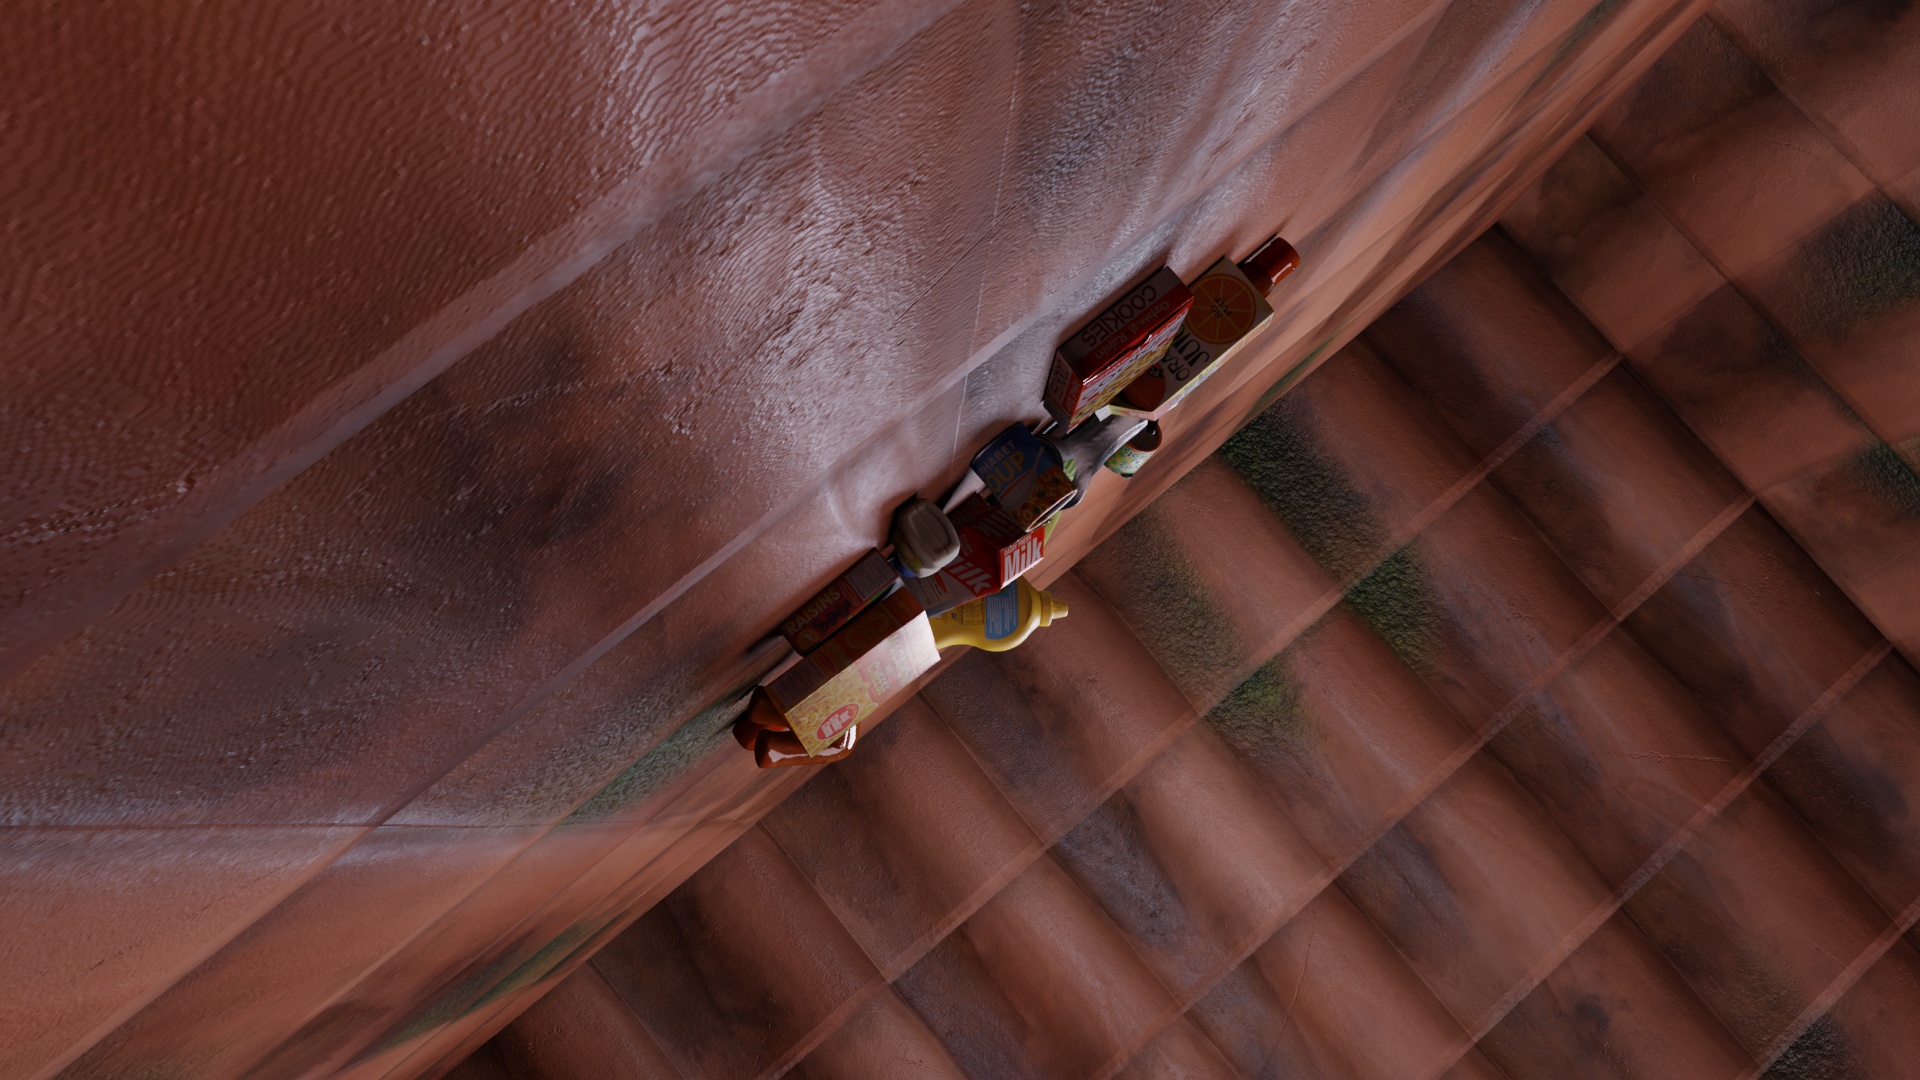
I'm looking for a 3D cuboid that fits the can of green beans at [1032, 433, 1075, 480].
[{"bbox_3d":[0.077,-0.073,1.386,0.071,0.071,0.058,-42,173,16],"label":"can of green beans"}]

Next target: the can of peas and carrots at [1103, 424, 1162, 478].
[{"bbox_3d":[0.213,-0.123,1.752,0.071,0.071,0.058,-34,170,-36],"label":"can of peas and carrots"}]

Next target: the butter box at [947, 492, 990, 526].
[{"bbox_3d":[0.005,-0.019,1.520,0.053,0.024,0.103,-40,173,-6],"label":"butter box"}]

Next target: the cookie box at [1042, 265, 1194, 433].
[{"bbox_3d":[0.137,-0.165,1.233,0.123,0.040,0.167,-39,173,-7],"label":"cookie box"}]

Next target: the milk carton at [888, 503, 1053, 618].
[{"bbox_3d":[0.012,0.018,1.403,0.073,0.073,0.190,-32,-175,-40],"label":"milk carton"}]

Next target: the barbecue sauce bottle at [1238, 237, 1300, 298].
[{"bbox_3d":[0.284,-0.252,1.436,0.148,0.044,0.065,-41,173,2],"label":"barbecue sauce bottle"}]

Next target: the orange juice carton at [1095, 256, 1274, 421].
[{"bbox_3d":[0.208,-0.182,1.358,0.192,0.073,0.072,-40,173,4],"label":"orange juice carton"}]

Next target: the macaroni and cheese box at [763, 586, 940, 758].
[{"bbox_3d":[-0.104,0.131,1.372,0.167,0.040,0.123,-37,153,-13],"label":"macaroni and cheese box"}]

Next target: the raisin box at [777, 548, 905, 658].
[{"bbox_3d":[-0.115,0.065,1.367,0.123,0.040,0.086,-38,173,-4],"label":"raisin box"}]

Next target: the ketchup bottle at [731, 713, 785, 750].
[{"bbox_3d":[-0.204,0.191,1.661,0.148,0.043,0.065,-42,169,17],"label":"ketchup bottle"}]

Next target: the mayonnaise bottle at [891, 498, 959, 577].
[{"bbox_3d":[-0.038,0.005,1.312,0.041,0.065,0.147,-34,175,-14],"label":"mayonnaise bottle"}]

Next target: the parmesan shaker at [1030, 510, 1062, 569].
[{"bbox_3d":[0.076,-0.018,1.608,0.071,0.071,0.103,-44,-174,30],"label":"parmesan shaker"}]

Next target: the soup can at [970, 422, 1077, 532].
[{"bbox_3d":[0.059,-0.059,1.314,0.071,0.084,0.071,-38,172,-6],"label":"soup can"}]
